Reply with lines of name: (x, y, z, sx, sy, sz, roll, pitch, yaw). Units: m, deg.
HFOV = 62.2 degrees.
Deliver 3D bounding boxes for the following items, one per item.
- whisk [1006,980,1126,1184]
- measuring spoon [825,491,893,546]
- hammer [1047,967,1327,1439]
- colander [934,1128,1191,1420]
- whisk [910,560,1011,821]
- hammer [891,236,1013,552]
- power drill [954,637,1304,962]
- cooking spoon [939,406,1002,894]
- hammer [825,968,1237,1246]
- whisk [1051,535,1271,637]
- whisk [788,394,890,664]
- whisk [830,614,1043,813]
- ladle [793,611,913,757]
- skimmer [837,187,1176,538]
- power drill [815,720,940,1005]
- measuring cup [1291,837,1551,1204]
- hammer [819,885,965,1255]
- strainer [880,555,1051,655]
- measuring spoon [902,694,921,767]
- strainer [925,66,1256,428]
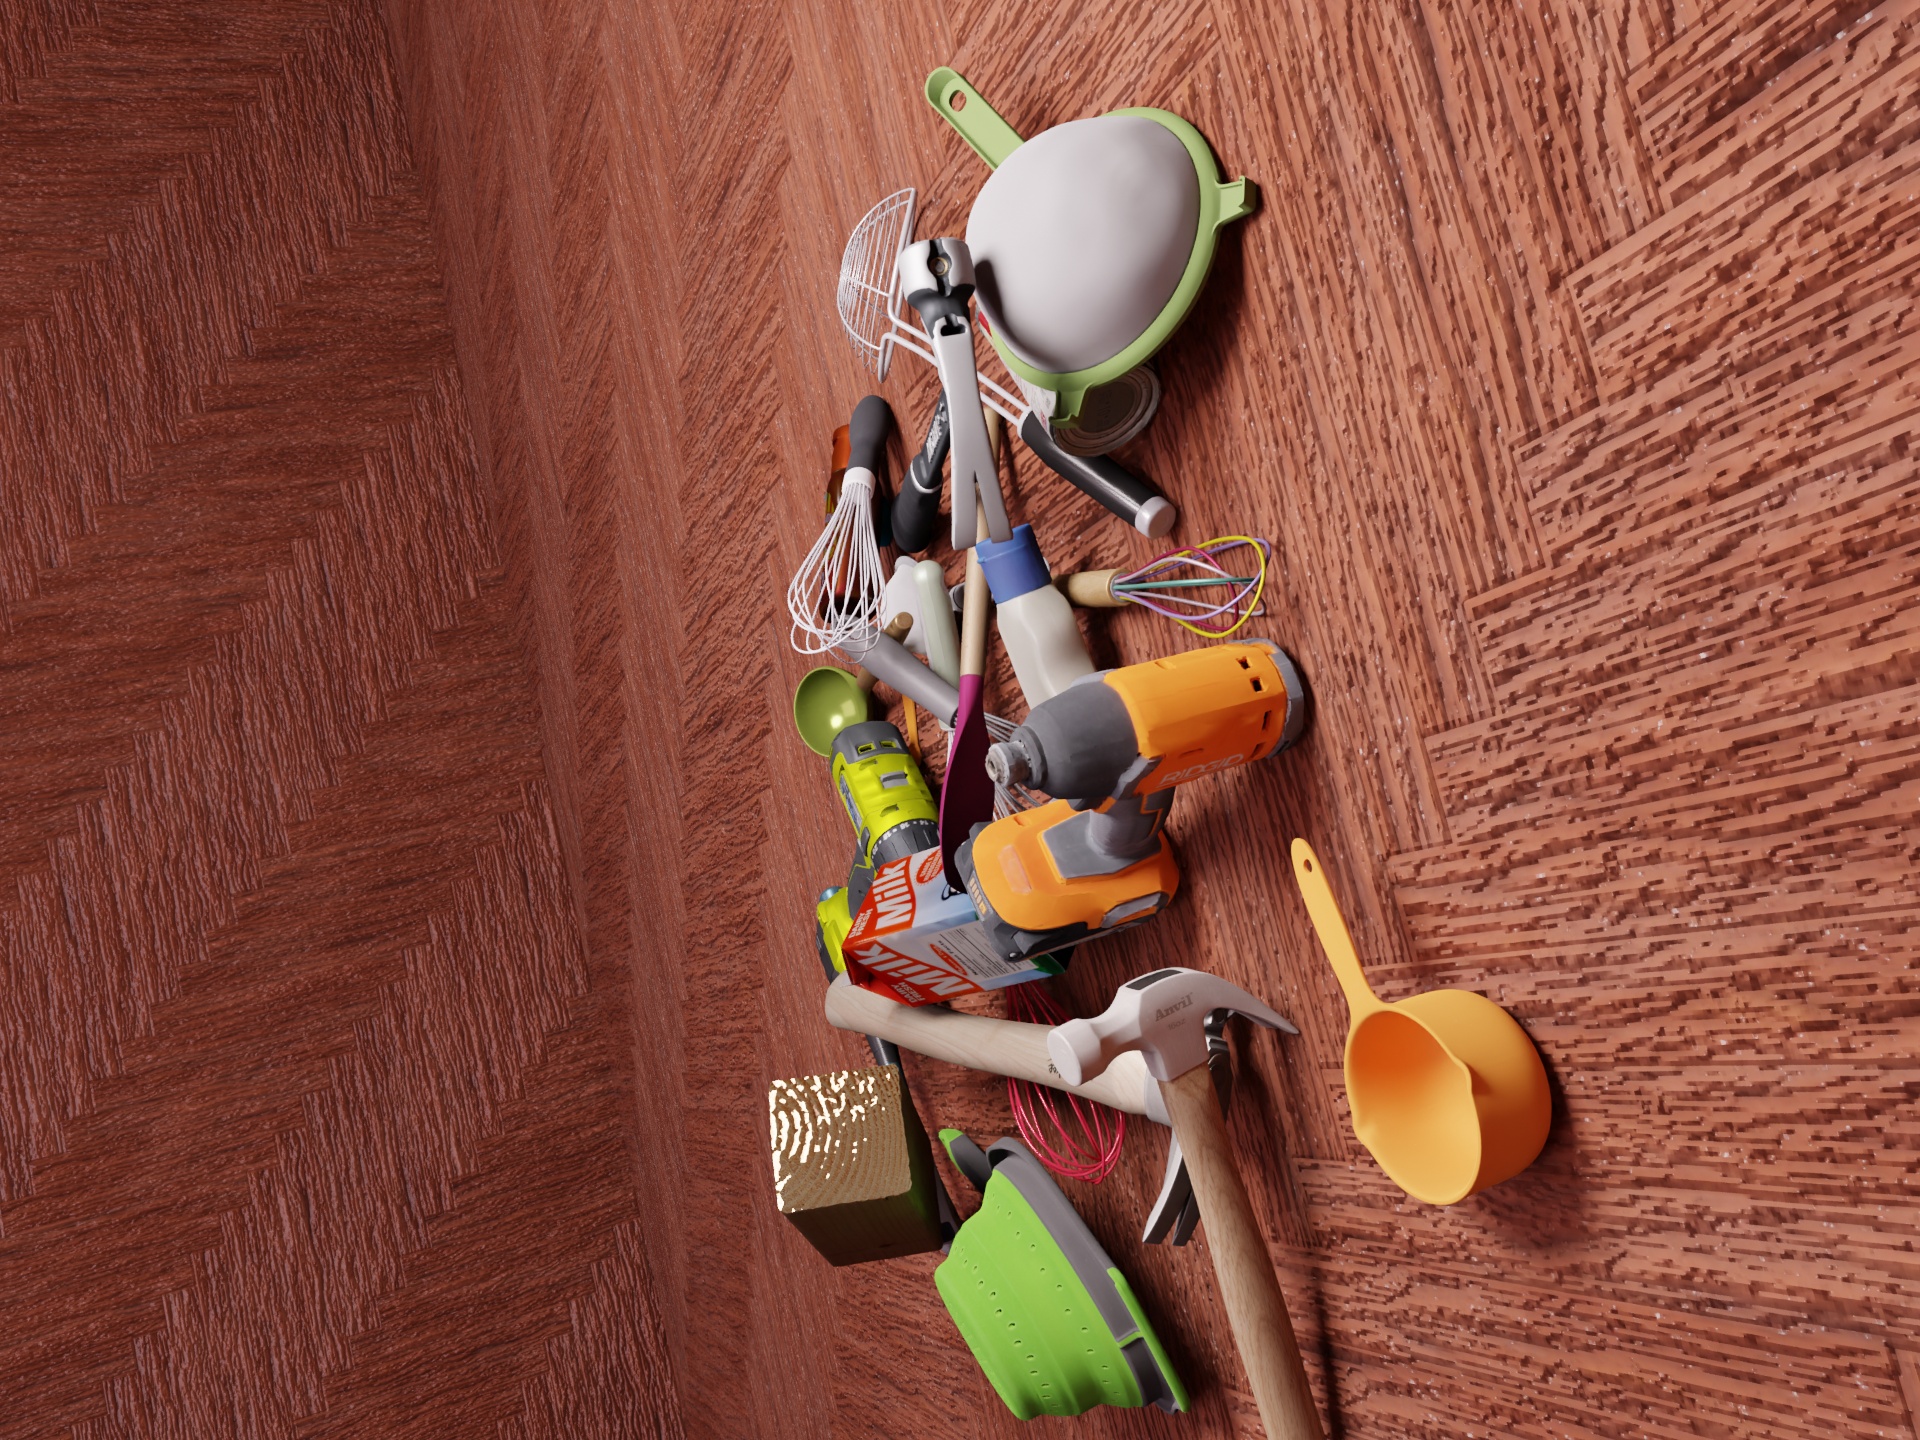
whisk: (0.043, 0.188, 1.102, 0.073, 0.073, 0.296, 104, 152, -43)
measuring spoon: (-0.090, -0.168, 1.281, 0.129, 0.021, 0.042, 31, 127, 57)
hammer: (0.152, 0.288, 0.853, 0.031, 0.130, 0.331, 2, 113, 64)
colander: (0.023, 0.381, 1.124, 0.204, 0.094, 0.397, 63, 166, -12)
whisk: (-0.001, 0.010, 1.095, 0.058, 0.059, 0.246, -86, -15, -75)
hammer: (-0.017, -0.150, 0.967, 0.409, 0.036, 0.149, 144, 115, -84)
power drill: (0.069, 0.046, 0.849, 0.084, 0.164, 0.226, 65, 155, 25)
cooking spoon: (0.009, -0.050, 0.989, 0.017, 0.068, 0.319, -4, 71, 25)
hammer: (0.021, 0.221, 1.035, 0.411, 0.038, 0.146, -3, 72, 56)
whisk: (0.099, -0.071, 0.883, 0.245, 0.051, 0.047, -172, 67, -68)
whisk: (-0.075, -0.145, 1.106, 0.285, 0.070, 0.070, -85, 7, -45)
whisk: (-0.002, -0.002, 1.039, 0.239, 0.055, 0.055, 37, 137, 27)
ladle: (-0.080, -0.032, 1.215, 0.320, 0.062, 0.078, 135, 115, -74)
skimmer: (0.030, -0.217, 0.989, 0.364, 0.090, 0.127, 45, 136, 37)
power drill: (-0.054, 0.140, 1.243, 0.228, 0.080, 0.191, 99, 154, -42)
measuring cup: (0.204, 0.127, 0.720, 0.095, 0.052, 0.174, 119, 136, -56)
hammer: (-0.064, 0.289, 1.372, 0.128, 0.033, 0.331, 70, 178, -56)
strainer: (-0.004, -0.085, 1.109, 0.258, 0.050, 0.087, -15, 102, 63)
measuring spoon: (-0.046, -0.019, 1.259, 0.021, 0.011, 0.117, 6, 106, 65)
strainer: (0.029, -0.284, 0.830, 0.151, 0.069, 0.257, -49, 53, 23)
